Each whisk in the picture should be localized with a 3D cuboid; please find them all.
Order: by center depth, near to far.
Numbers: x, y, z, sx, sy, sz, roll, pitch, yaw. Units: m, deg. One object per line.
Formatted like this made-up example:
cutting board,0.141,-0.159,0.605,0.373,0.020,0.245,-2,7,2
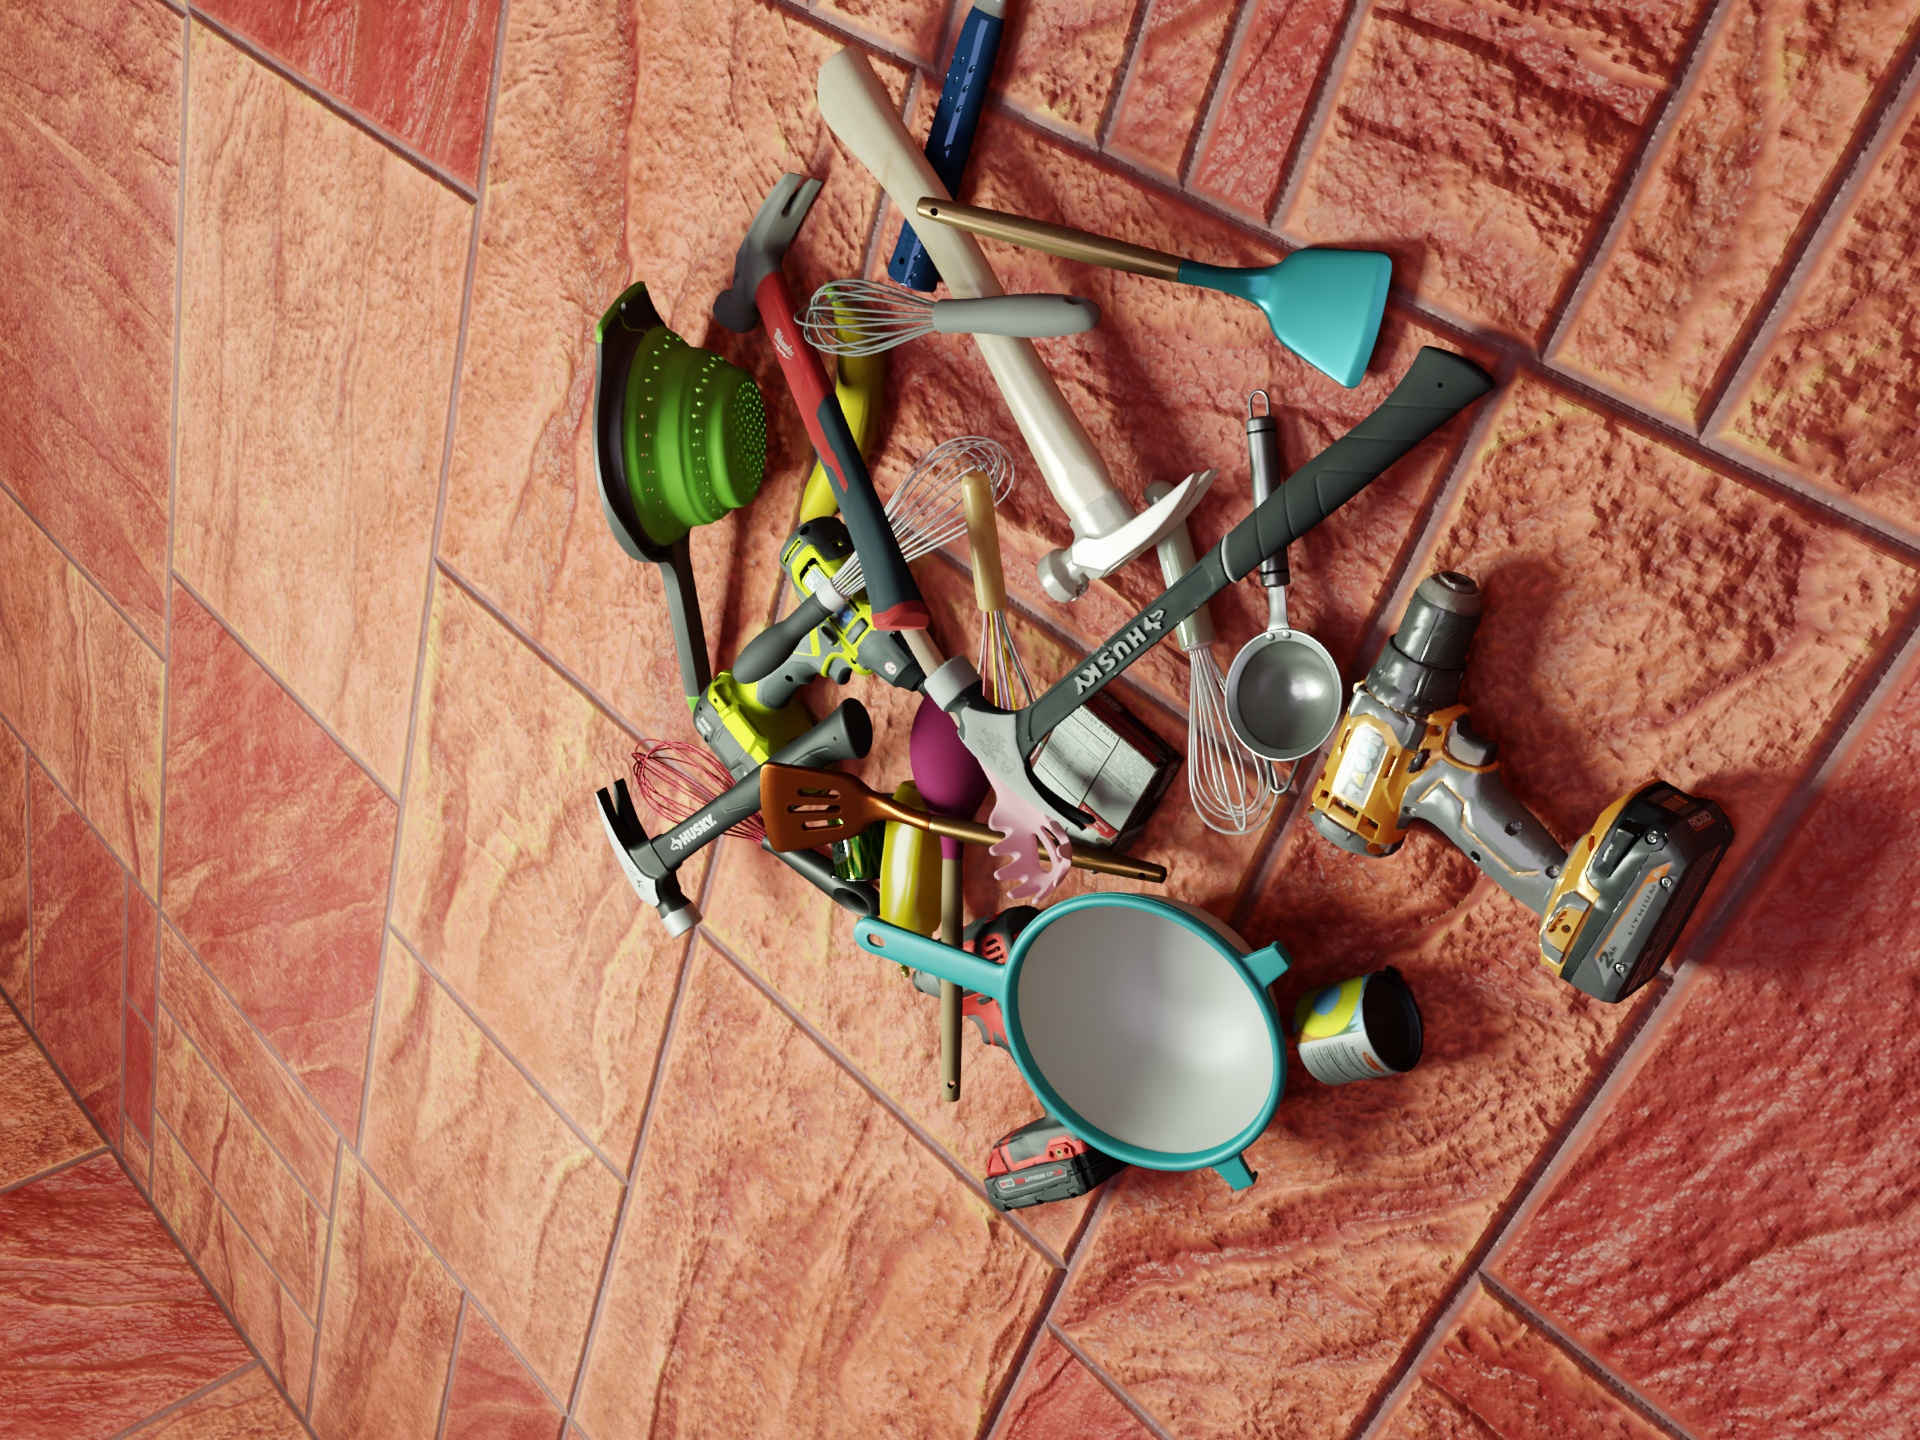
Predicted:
whisk,-0.013,-0.271,1.063,0.239,0.055,0.055,9,109,33
whisk,0.162,-0.043,1.074,0.059,0.058,0.246,-15,89,8
whisk,0.026,-0.062,1.156,0.051,0.047,0.244,20,129,43
whisk,-0.074,-0.115,1.194,0.284,0.070,0.070,-38,76,22
whisk,-0.184,0.096,1.420,0.296,0.073,0.073,30,121,24

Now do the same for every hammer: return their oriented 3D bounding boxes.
hammer,0.159,-0.086,1.003,0.409,0.036,0.149,-40,83,26
hammer,0.019,-0.489,1.068,0.144,0.035,0.405,38,125,27
hammer,0.021,-0.290,1.083,0.146,0.038,0.411,-35,80,40
hammer,-0.092,-0.230,1.167,0.143,0.038,0.387,-51,50,39
hammer,-0.185,0.063,1.315,0.334,0.035,0.146,-33,90,41

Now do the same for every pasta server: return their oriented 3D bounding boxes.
pasta server,-0.002,-0.004,1.163,0.060,0.040,0.316,-45,60,28

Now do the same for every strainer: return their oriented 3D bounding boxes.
strainer,0.205,-0.084,1.022,0.087,0.050,0.258,-3,94,42
strainer,0.086,0.188,1.156,0.340,0.095,0.211,16,116,27

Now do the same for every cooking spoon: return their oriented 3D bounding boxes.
cooking spoon,-0.006,0.132,1.219,0.069,0.017,0.319,0,89,2

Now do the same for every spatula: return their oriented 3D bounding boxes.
spatula,0.113,-0.291,1.007,0.317,0.044,0.082,19,120,16
spatula,-0.003,0.086,1.181,0.323,0.041,0.081,10,119,26

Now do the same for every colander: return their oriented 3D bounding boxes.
colander,-0.209,-0.162,1.328,0.094,0.205,0.396,2,126,10

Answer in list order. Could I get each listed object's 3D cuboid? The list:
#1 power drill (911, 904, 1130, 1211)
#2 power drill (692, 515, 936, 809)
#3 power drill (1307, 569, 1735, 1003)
power drill,0.042,0.265,1.258,0.143,0.078,0.220,-27,81,42
power drill,-0.115,-0.033,1.304,0.171,0.080,0.223,50,128,13
power drill,0.325,0.034,0.931,0.226,0.084,0.185,36,124,34
